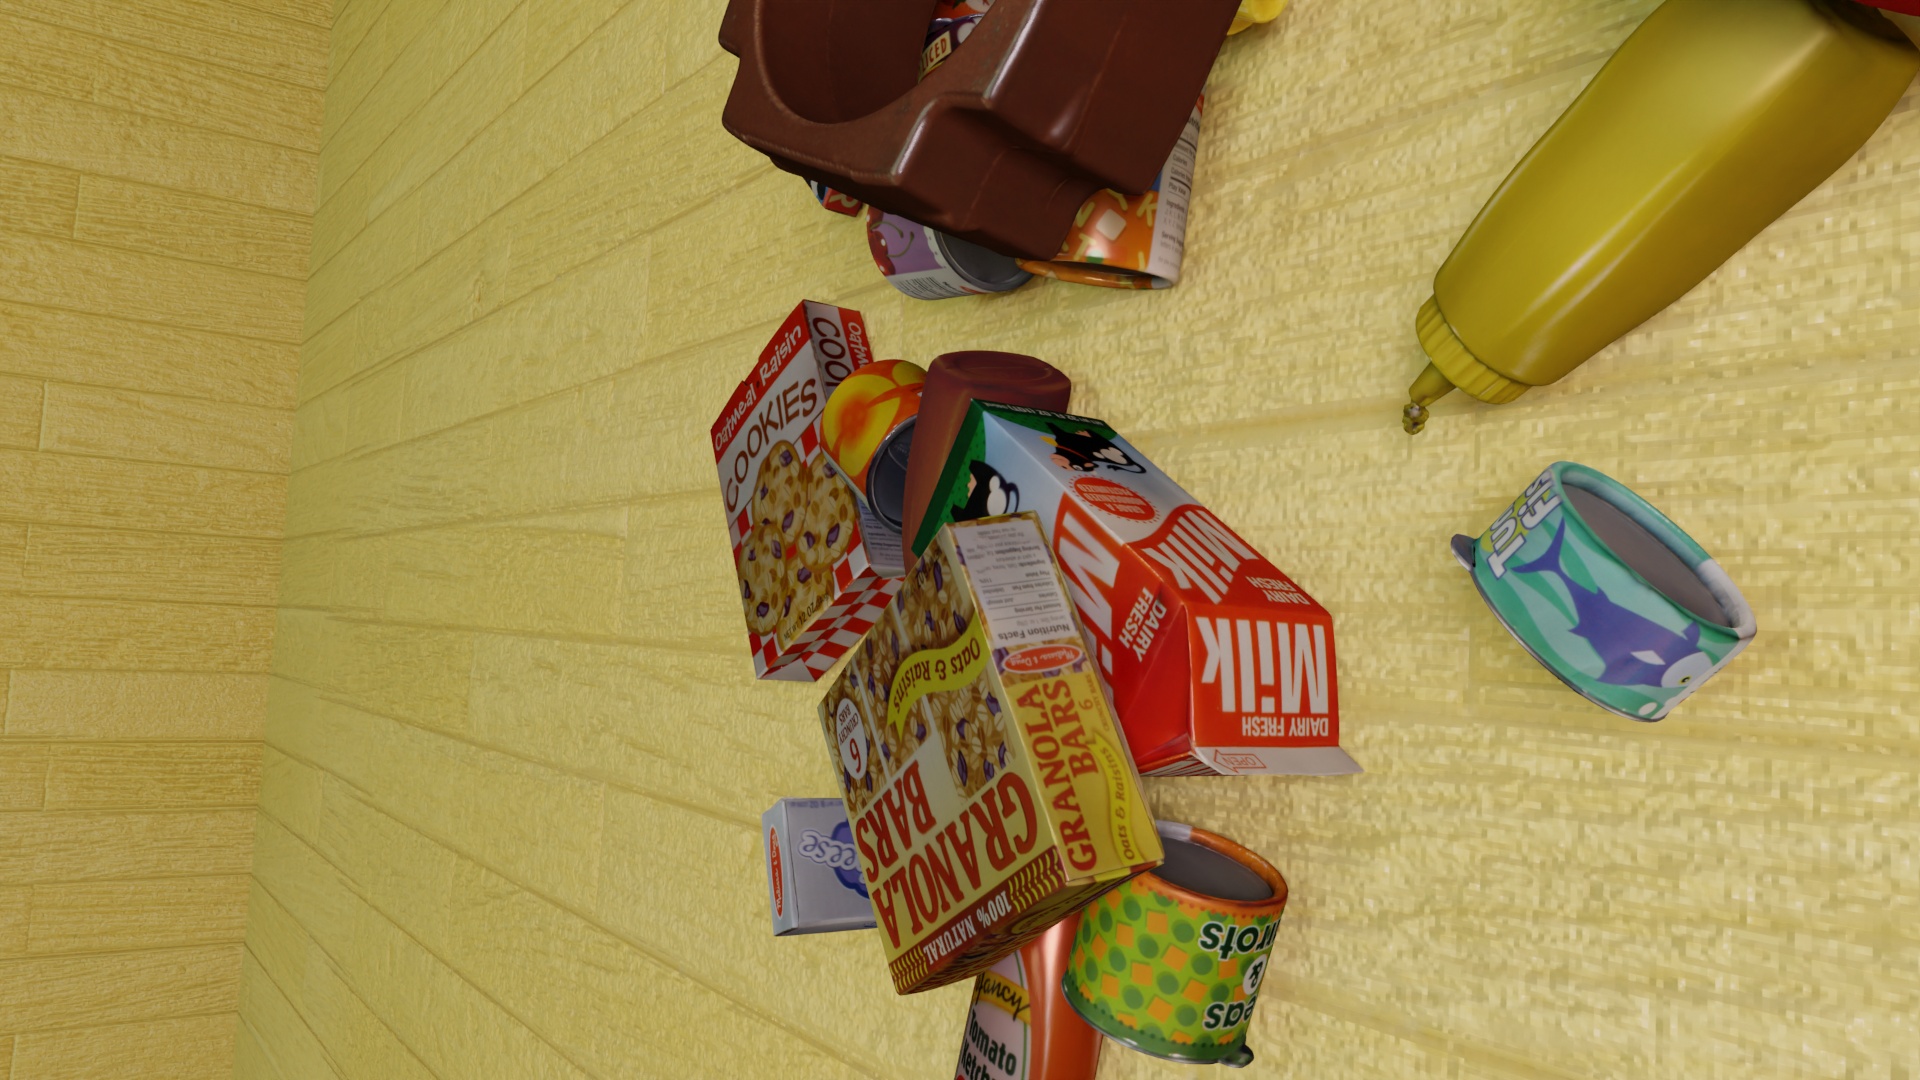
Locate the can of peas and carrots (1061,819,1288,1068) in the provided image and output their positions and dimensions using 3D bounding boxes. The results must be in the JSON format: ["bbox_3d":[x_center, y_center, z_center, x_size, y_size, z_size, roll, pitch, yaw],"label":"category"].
[{"bbox_3d":[0.075,0.137,0.478,0.071,0.071,0.058,27,106,53],"label":"can of peas and carrots"}]

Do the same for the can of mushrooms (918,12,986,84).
[{"bbox_3d":[0.009,-0.203,0.620,0.071,0.071,0.033,-21,70,51],"label":"can of mushrooms"}]

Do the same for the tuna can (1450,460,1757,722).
[{"bbox_3d":[0.168,0.011,0.364,0.032,0.071,0.071,-55,44,32],"label":"tuna can"}]

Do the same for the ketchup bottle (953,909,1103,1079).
[{"bbox_3d":[0.033,0.173,0.550,0.065,0.043,0.148,21,101,60],"label":"ketchup bottle"}]

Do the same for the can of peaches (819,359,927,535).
[{"bbox_3d":[-0.024,-0.046,0.647,0.058,0.071,0.071,46,121,48],"label":"can of peaches"}]

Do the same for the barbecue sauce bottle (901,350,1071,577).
[{"bbox_3d":[0.002,-0.008,0.610,0.044,0.065,0.147,41,126,45],"label":"barbecue sauce bottle"}]

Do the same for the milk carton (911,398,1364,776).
[{"bbox_3d":[0.062,0.025,0.507,0.191,0.072,0.073,48,123,46],"label":"milk carton"}]

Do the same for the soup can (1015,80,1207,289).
[{"bbox_3d":[0.056,-0.146,0.546,0.071,0.071,0.083,11,94,55],"label":"soup can"}]

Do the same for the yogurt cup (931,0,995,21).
[{"bbox_3d":[-0.007,-0.252,0.665,0.072,0.054,0.072,-13,74,54],"label":"yogurt cup"}]

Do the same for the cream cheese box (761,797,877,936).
[{"bbox_3d":[-0.031,0.137,0.594,0.024,0.104,0.053,-40,53,50],"label":"cream cheese box"}]

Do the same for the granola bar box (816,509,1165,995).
[{"bbox_3d":[0.002,0.083,0.501,0.164,0.039,0.124,-54,49,55],"label":"granola bar box"}]

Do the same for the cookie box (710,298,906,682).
[{"bbox_3d":[-0.082,-0.026,0.745,0.122,0.040,0.168,-44,51,42],"label":"cookie box"}]

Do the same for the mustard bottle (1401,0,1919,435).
[{"bbox_3d":[0.172,-0.083,0.381,0.159,0.065,0.049,-50,51,43],"label":"mustard bottle"}]

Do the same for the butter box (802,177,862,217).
[{"bbox_3d":[-0.055,-0.234,0.755,0.103,0.024,0.053,-61,40,28],"label":"butter box"}]

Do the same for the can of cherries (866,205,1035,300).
[{"bbox_3d":[-0.001,-0.146,0.629,0.058,0.071,0.071,6,90,56],"label":"can of cherries"}]
